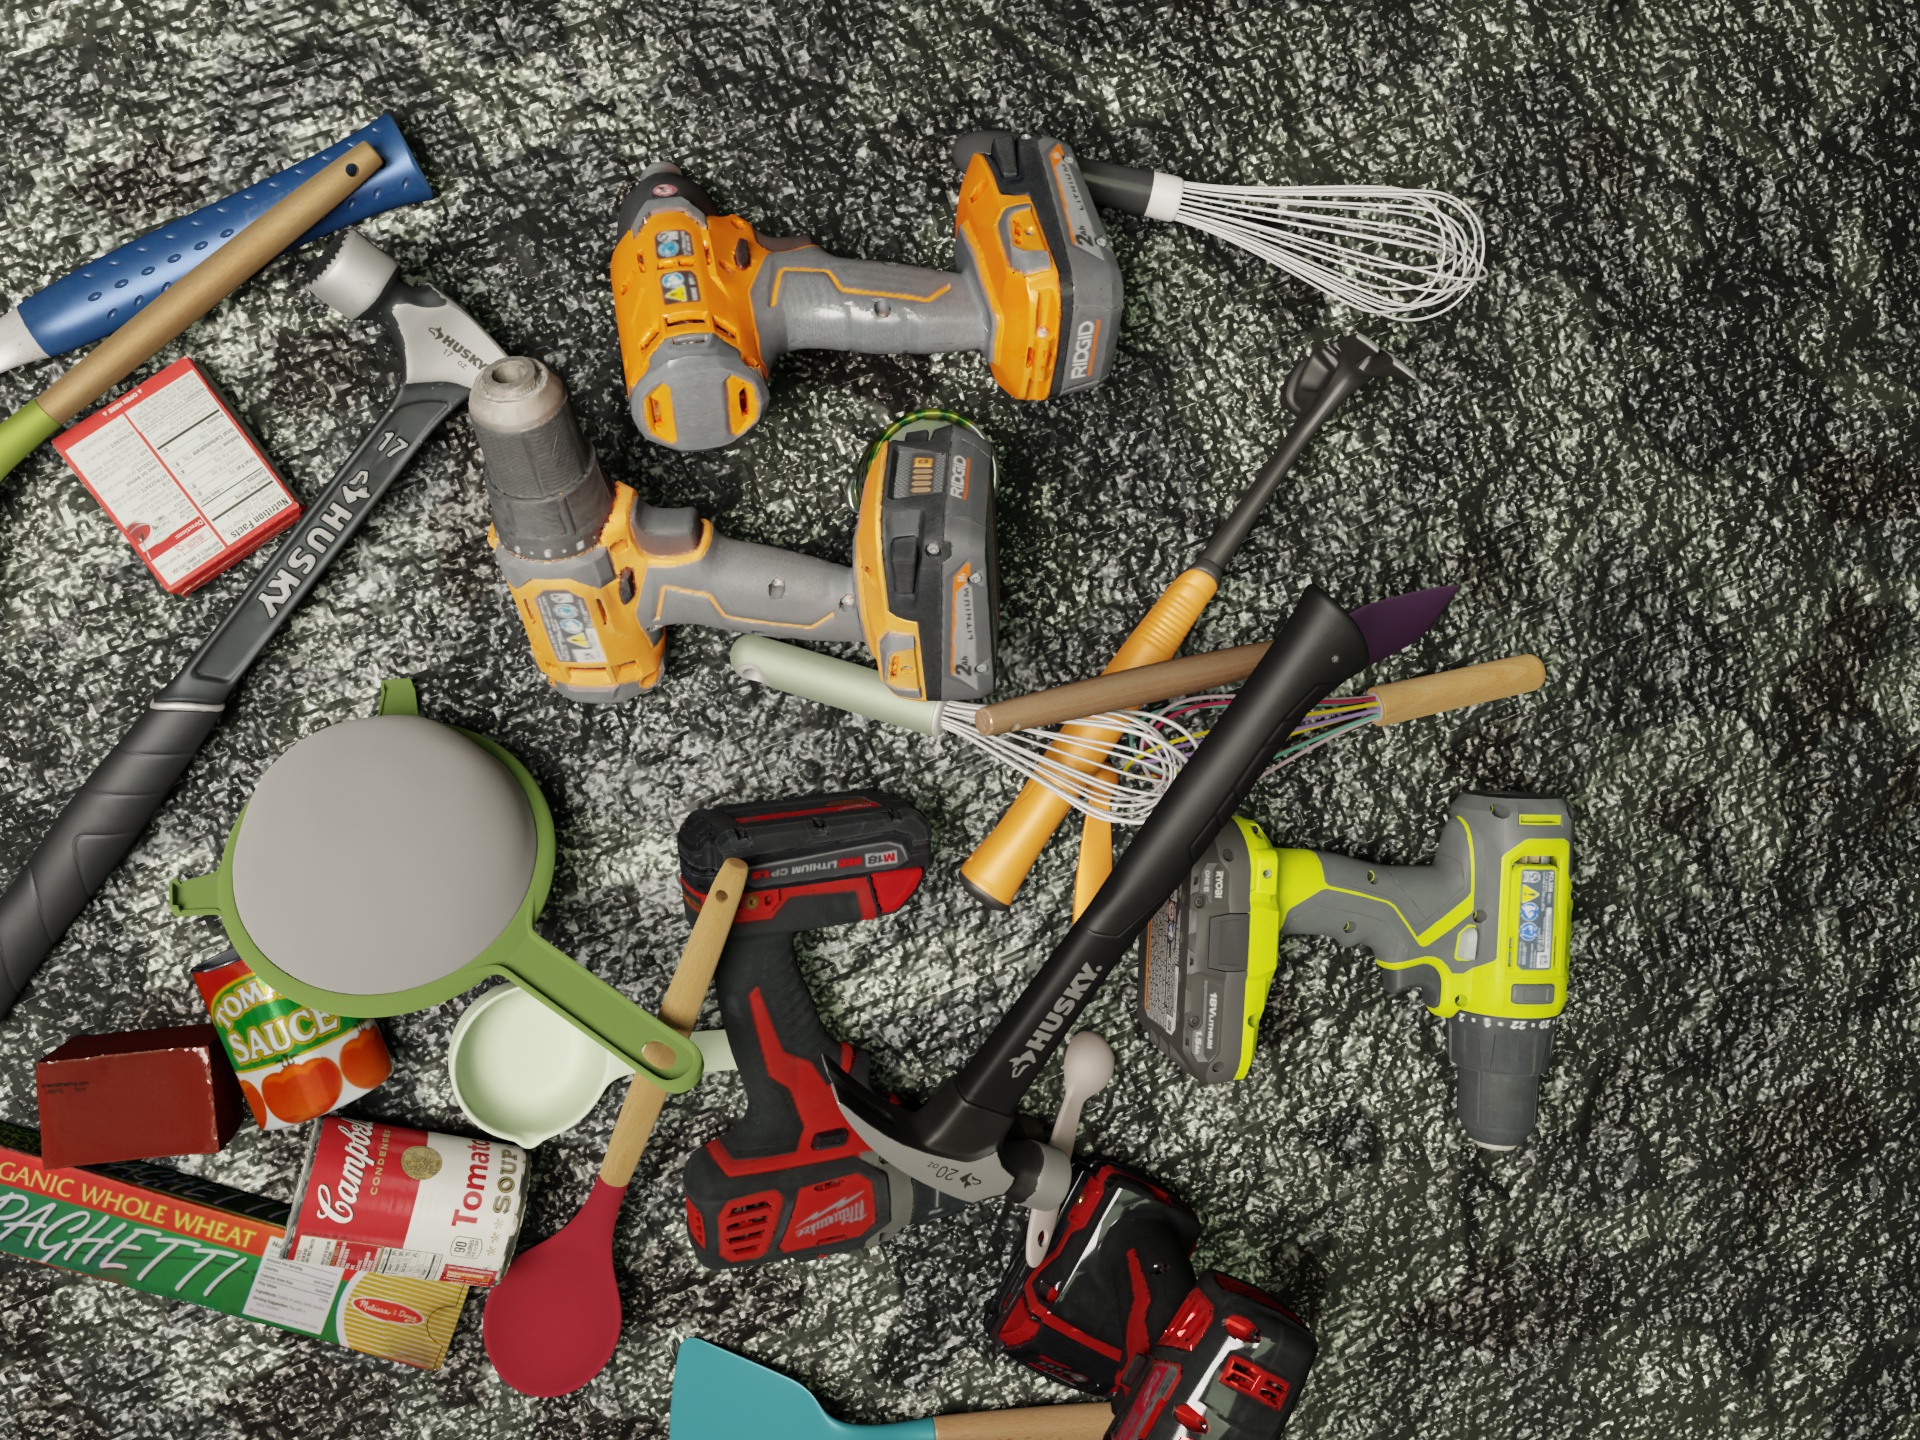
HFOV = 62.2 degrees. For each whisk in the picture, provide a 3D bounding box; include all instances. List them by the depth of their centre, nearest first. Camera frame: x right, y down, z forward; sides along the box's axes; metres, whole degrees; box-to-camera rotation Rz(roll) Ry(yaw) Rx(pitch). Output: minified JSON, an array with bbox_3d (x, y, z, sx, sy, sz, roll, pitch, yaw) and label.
[{"bbox_3d":[-0.001,-0.002,0.772,0.246,0.057,0.059,17,65,16],"label":"whisk"},{"bbox_3d":[0.135,-0.261,0.816,0.284,0.070,0.070,11,91,-5],"label":"whisk"},{"bbox_3d":[0.200,-0.002,0.851,0.245,0.051,0.047,-12,130,-13],"label":"whisk"}]

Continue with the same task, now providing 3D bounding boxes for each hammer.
[{"bbox_3d":[0.070,0.082,0.722,0.146,0.035,0.334,26,107,-29],"label":"hammer"},{"bbox_3d":[-0.441,-0.180,0.733,0.405,0.035,0.144,-28,97,-7],"label":"hammer"},{"bbox_3d":[-0.344,-0.021,0.744,0.149,0.036,0.409,37,92,-35],"label":"hammer"},{"bbox_3d":[0.105,-0.046,0.799,0.034,0.127,0.337,34,93,-6],"label":"hammer"}]

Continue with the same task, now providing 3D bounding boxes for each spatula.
[{"bbox_3d":[0.134,-0.026,0.772,0.316,0.059,0.018,-13,55,-36],"label":"spatula"},{"bbox_3d":[0.008,0.370,0.846,0.317,0.044,0.082,3,92,-14],"label":"spatula"}]

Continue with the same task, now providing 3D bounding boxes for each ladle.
[{"bbox_3d":[-0.382,-0.151,0.703,0.320,0.062,0.078,-42,122,-6],"label":"ladle"},{"bbox_3d":[-0.158,0.197,0.757,0.069,0.031,0.315,25,111,2],"label":"ladle"}]

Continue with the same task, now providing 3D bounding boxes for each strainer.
[{"bbox_3d":[-0.219,0.079,0.704,0.256,0.069,0.151,32,61,14],"label":"strainer"}]

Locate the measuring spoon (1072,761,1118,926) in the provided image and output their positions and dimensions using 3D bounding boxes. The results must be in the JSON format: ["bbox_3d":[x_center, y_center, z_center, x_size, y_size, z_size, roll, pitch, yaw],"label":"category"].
[{"bbox_3d":[0.072,0.080,0.844,0.021,0.011,0.117,3,93,-9],"label":"measuring spoon"}]

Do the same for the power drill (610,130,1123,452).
[{"bbox_3d":[-0.052,-0.216,0.758,0.226,0.084,0.164,-9,58,-10],"label":"power drill"}]

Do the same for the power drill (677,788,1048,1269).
[{"bbox_3d":[-0.049,0.152,0.794,0.188,0.080,0.226,-6,97,-19],"label":"power drill"}]

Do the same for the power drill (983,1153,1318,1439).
[{"bbox_3d":[0.082,0.304,0.752,0.078,0.220,0.143,29,88,-10],"label":"power drill"}]

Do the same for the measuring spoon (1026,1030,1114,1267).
[{"bbox_3d":[0.058,0.220,0.820,0.034,0.018,0.124,41,57,-41],"label":"measuring spoon"}]

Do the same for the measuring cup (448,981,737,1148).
[{"bbox_3d":[-0.173,0.166,0.803,0.167,0.038,0.083,2,91,-26],"label":"measuring cup"}]

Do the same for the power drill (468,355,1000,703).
[{"bbox_3d":[-0.099,-0.083,0.709,0.226,0.185,0.084,0,51,5],"label":"power drill"}]

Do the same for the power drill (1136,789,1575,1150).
[{"bbox_3d":[0.214,0.132,0.840,0.228,0.080,0.190,2,93,-12],"label":"power drill"}]
